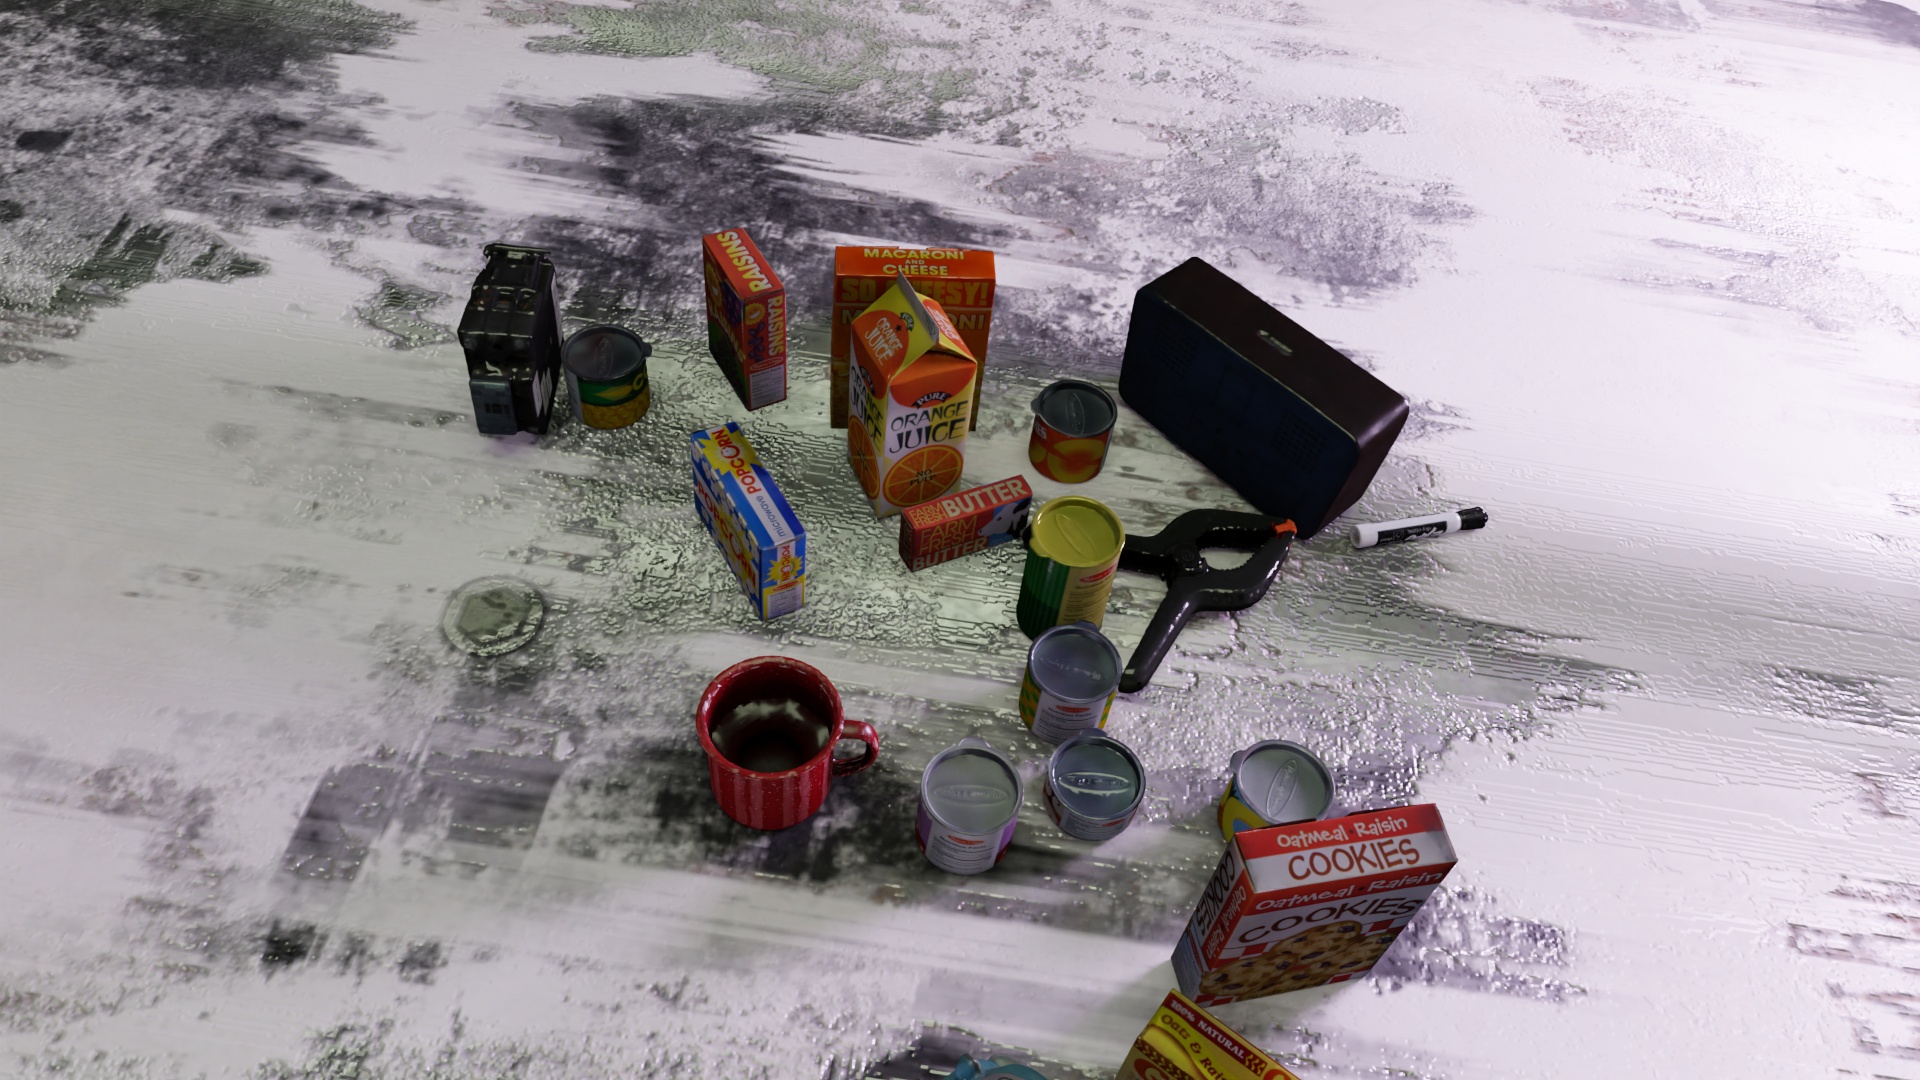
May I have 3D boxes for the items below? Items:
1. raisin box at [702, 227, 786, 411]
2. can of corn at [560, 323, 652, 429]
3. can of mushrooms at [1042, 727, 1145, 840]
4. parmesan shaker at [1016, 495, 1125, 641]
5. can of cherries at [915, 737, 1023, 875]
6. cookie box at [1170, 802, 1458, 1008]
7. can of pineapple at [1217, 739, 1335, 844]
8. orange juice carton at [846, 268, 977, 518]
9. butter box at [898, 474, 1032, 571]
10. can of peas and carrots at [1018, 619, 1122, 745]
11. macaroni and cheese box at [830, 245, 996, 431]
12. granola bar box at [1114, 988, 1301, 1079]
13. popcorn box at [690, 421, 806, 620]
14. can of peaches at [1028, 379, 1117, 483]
[{"bbox_3d":[-0.178,-0.181,1.141,0.040,0.122,0.086,-20,55,-22],"label":"raisin box"},{"bbox_3d":[-0.285,-0.133,1.130,0.071,0.058,0.071,3,50,-4],"label":"can of corn"},{"bbox_3d":[0.090,0.165,0.941,0.071,0.033,0.071,3,50,-4],"label":"can of mushrooms"},{"bbox_3d":[0.076,0.026,1.011,0.071,0.102,0.072,3,50,-4],"label":"parmesan shaker"},{"bbox_3d":[0.006,0.174,0.907,0.071,0.058,0.072,3,50,-4],"label":"can of cherries"},{"bbox_3d":[0.204,0.218,0.823,0.123,0.166,0.040,-6,51,-12],"label":"cookie box"},{"bbox_3d":[0.209,0.175,0.932,0.071,0.057,0.071,3,50,-4],"label":"can of pineapple"},{"bbox_3d":[-0.038,-0.111,1.054,0.073,0.191,0.072,-16,54,-19],"label":"orange juice carton"},{"bbox_3d":[0.004,-0.013,1.068,0.104,0.052,0.024,-17,54,-20],"label":"butter box"},{"bbox_3d":[0.077,0.100,0.978,0.071,0.058,0.071,3,50,-4],"label":"can of peas and carrots"},{"bbox_3d":[-0.042,-0.159,1.111,0.124,0.165,0.040,0,50,-7],"label":"macaroni and cheese box"},{"bbox_3d":[0.163,0.329,0.753,0.166,0.123,0.039,33,54,19],"label":"granola bar box"},{"bbox_3d":[-0.157,-0.015,1.029,0.038,0.084,0.127,-21,56,-22],"label":"popcorn box"},{"bbox_3d":[0.089,-0.089,1.139,0.071,0.057,0.071,3,50,-4],"label":"can of peaches"}]
